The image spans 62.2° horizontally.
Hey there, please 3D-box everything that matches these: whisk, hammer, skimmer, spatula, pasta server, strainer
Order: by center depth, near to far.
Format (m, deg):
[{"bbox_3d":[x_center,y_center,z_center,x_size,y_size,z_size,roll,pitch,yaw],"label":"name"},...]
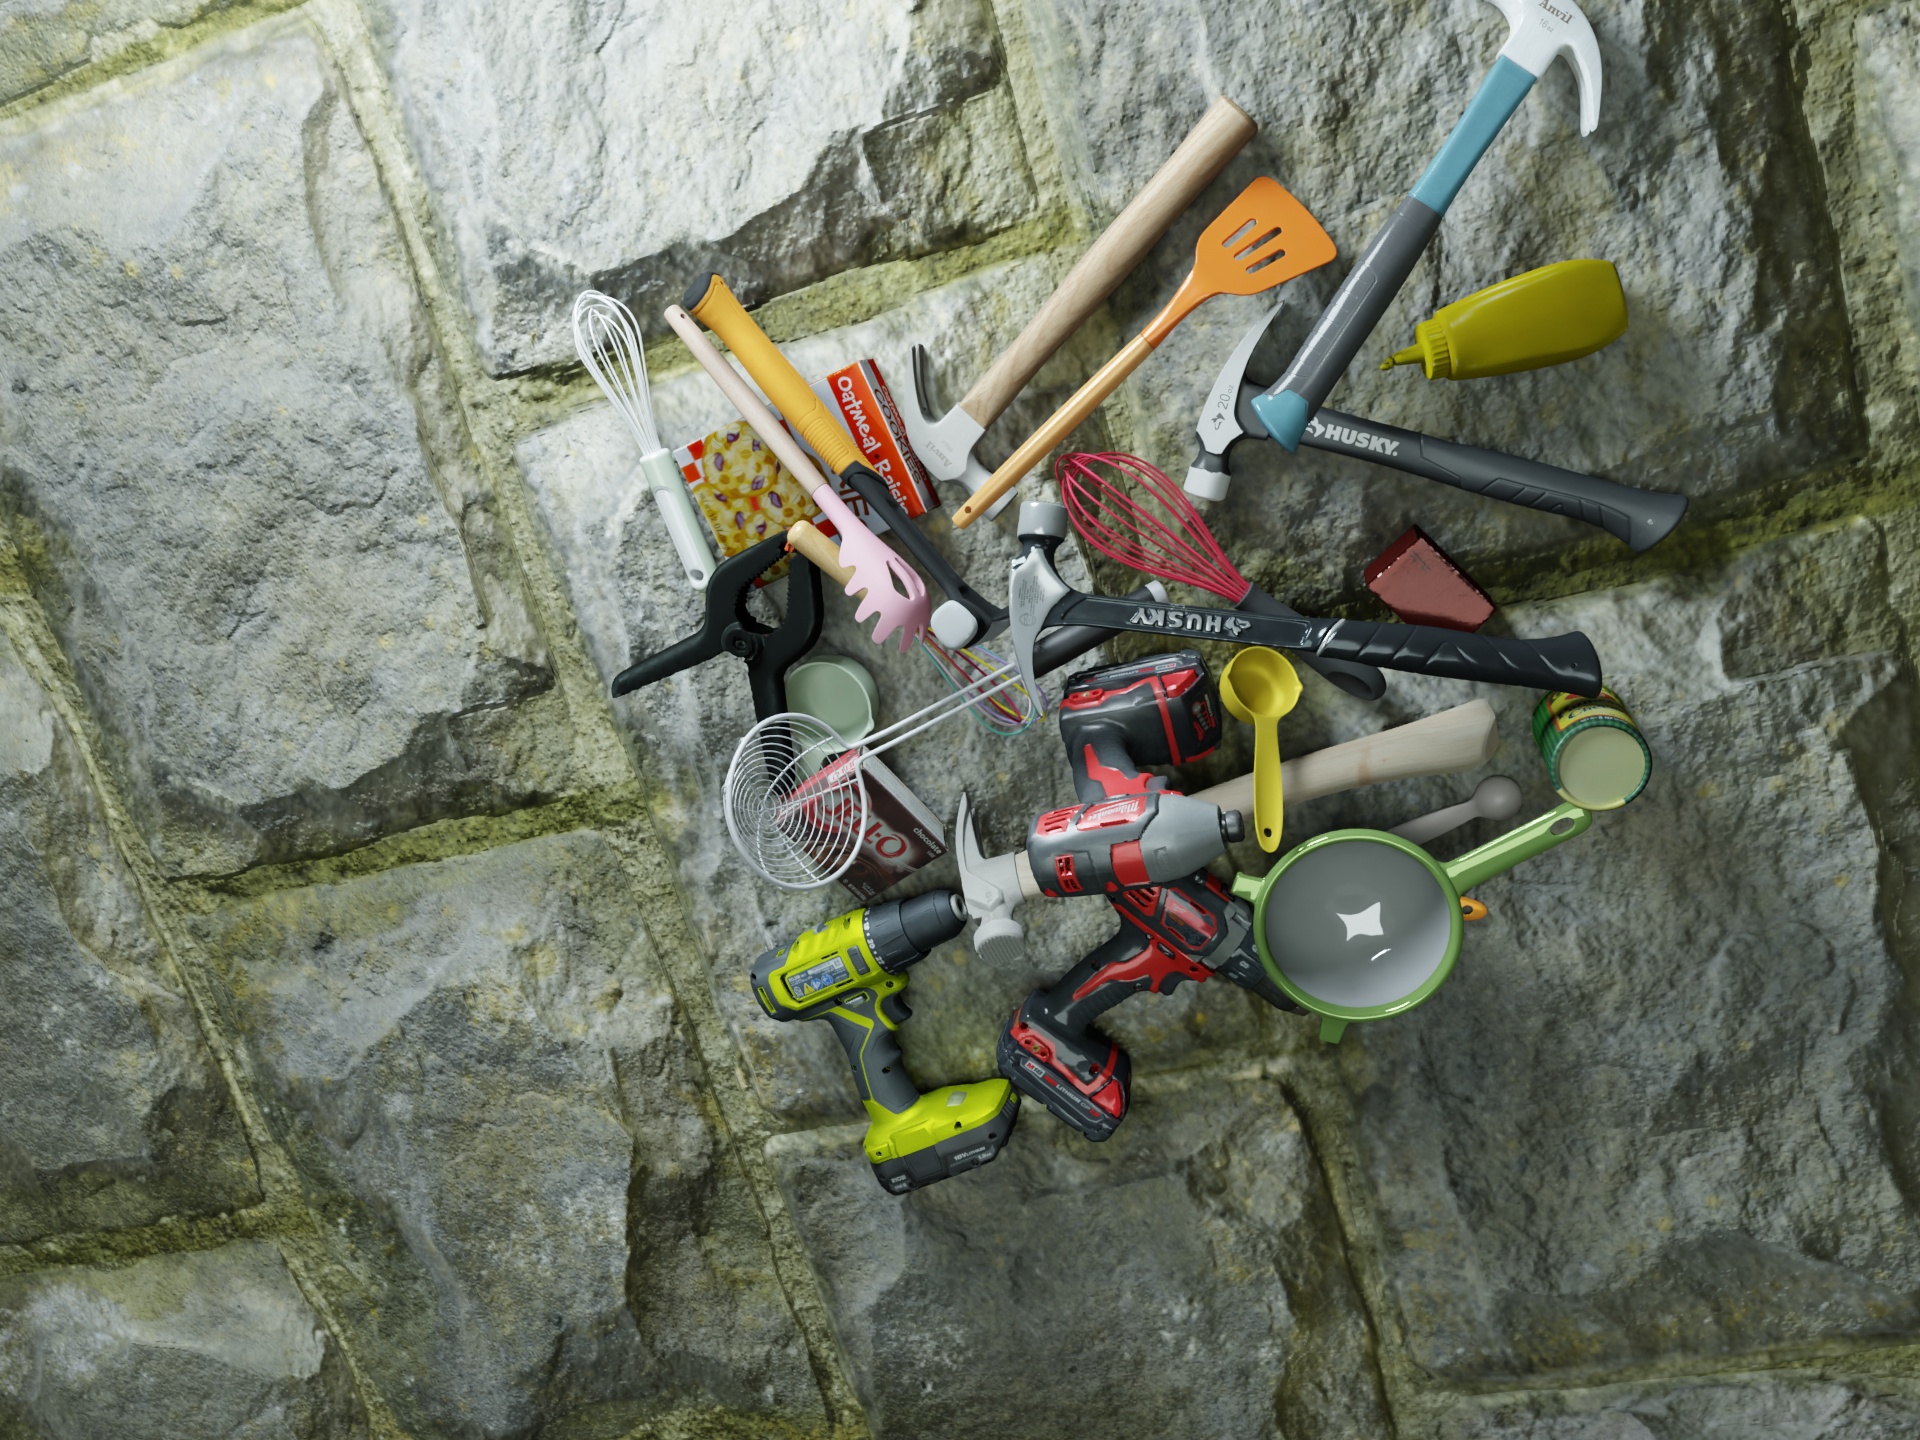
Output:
[{"bbox_3d":[0.298,-0.329,1.054,0.128,0.033,0.331,33,102,1],"label":"hammer"},{"bbox_3d":[0.234,-0.055,1.095,0.409,0.036,0.149,7,89,3],"label":"hammer"},{"bbox_3d":[0.335,-0.188,1.111,0.335,0.035,0.146,17,110,8],"label":"hammer"},{"bbox_3d":[0.116,-0.246,1.116,0.322,0.041,0.081,-42,76,15],"label":"spatula"},{"bbox_3d":[0.082,-0.304,1.137,0.130,0.031,0.331,43,110,-2],"label":"hammer"},{"bbox_3d":[-0.080,-0.190,1.141,0.034,0.127,0.337,-42,84,23],"label":"hammer"},{"bbox_3d":[-0.002,-0.004,1.147,0.363,0.090,0.127,-28,105,-4],"label":"skimmer"},{"bbox_3d":[0.190,-0.103,1.158,0.296,0.073,0.073,35,111,-5],"label":"whisk"},{"bbox_3d":[-0.122,-0.182,1.161,0.316,0.060,0.040,51,131,11],"label":"pasta server"},{"bbox_3d":[0.339,0.118,1.175,0.256,0.069,0.151,-30,98,15],"label":"strainer"},{"bbox_3d":[0.194,0.058,1.195,0.410,0.146,0.038,-19,136,8],"label":"hammer"},{"bbox_3d":[-0.032,-0.068,1.200,0.244,0.047,0.051,37,97,-17],"label":"whisk"},{"bbox_3d":[-0.241,-0.213,1.231,0.058,0.059,0.246,-11,109,29],"label":"whisk"}]

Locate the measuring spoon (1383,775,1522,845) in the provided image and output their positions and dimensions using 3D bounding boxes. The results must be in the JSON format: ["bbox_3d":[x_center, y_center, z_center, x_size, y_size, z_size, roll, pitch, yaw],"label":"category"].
[{"bbox_3d":[0.361,0.079,1.194,0.124,0.018,0.034,-26,99,20],"label":"measuring spoon"}]

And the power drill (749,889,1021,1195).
[{"bbox_3d":[-0.044,0.258,1.313,0.190,0.080,0.228,-25,97,19],"label":"power drill"}]

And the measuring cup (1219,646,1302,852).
[{"bbox_3d":[0.218,0.023,1.162,0.062,0.029,0.157,7,71,-14],"label":"measuring cup"}]

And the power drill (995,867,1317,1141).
[{"bbox_3d":[0.155,0.225,1.258,0.188,0.080,0.226,36,108,0],"label":"power drill"}]

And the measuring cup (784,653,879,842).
[{"bbox_3d":[-0.113,0.023,1.280,0.083,0.038,0.167,21,117,8],"label":"measuring cup"}]

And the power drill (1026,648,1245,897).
[{"bbox_3d":[0.129,0.040,1.122,0.143,0.220,0.078,-11,118,16],"label":"power drill"}]

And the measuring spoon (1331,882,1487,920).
[{"bbox_3d":[0.344,0.141,1.221,0.117,0.011,0.021,6,108,11],"label":"measuring spoon"}]
